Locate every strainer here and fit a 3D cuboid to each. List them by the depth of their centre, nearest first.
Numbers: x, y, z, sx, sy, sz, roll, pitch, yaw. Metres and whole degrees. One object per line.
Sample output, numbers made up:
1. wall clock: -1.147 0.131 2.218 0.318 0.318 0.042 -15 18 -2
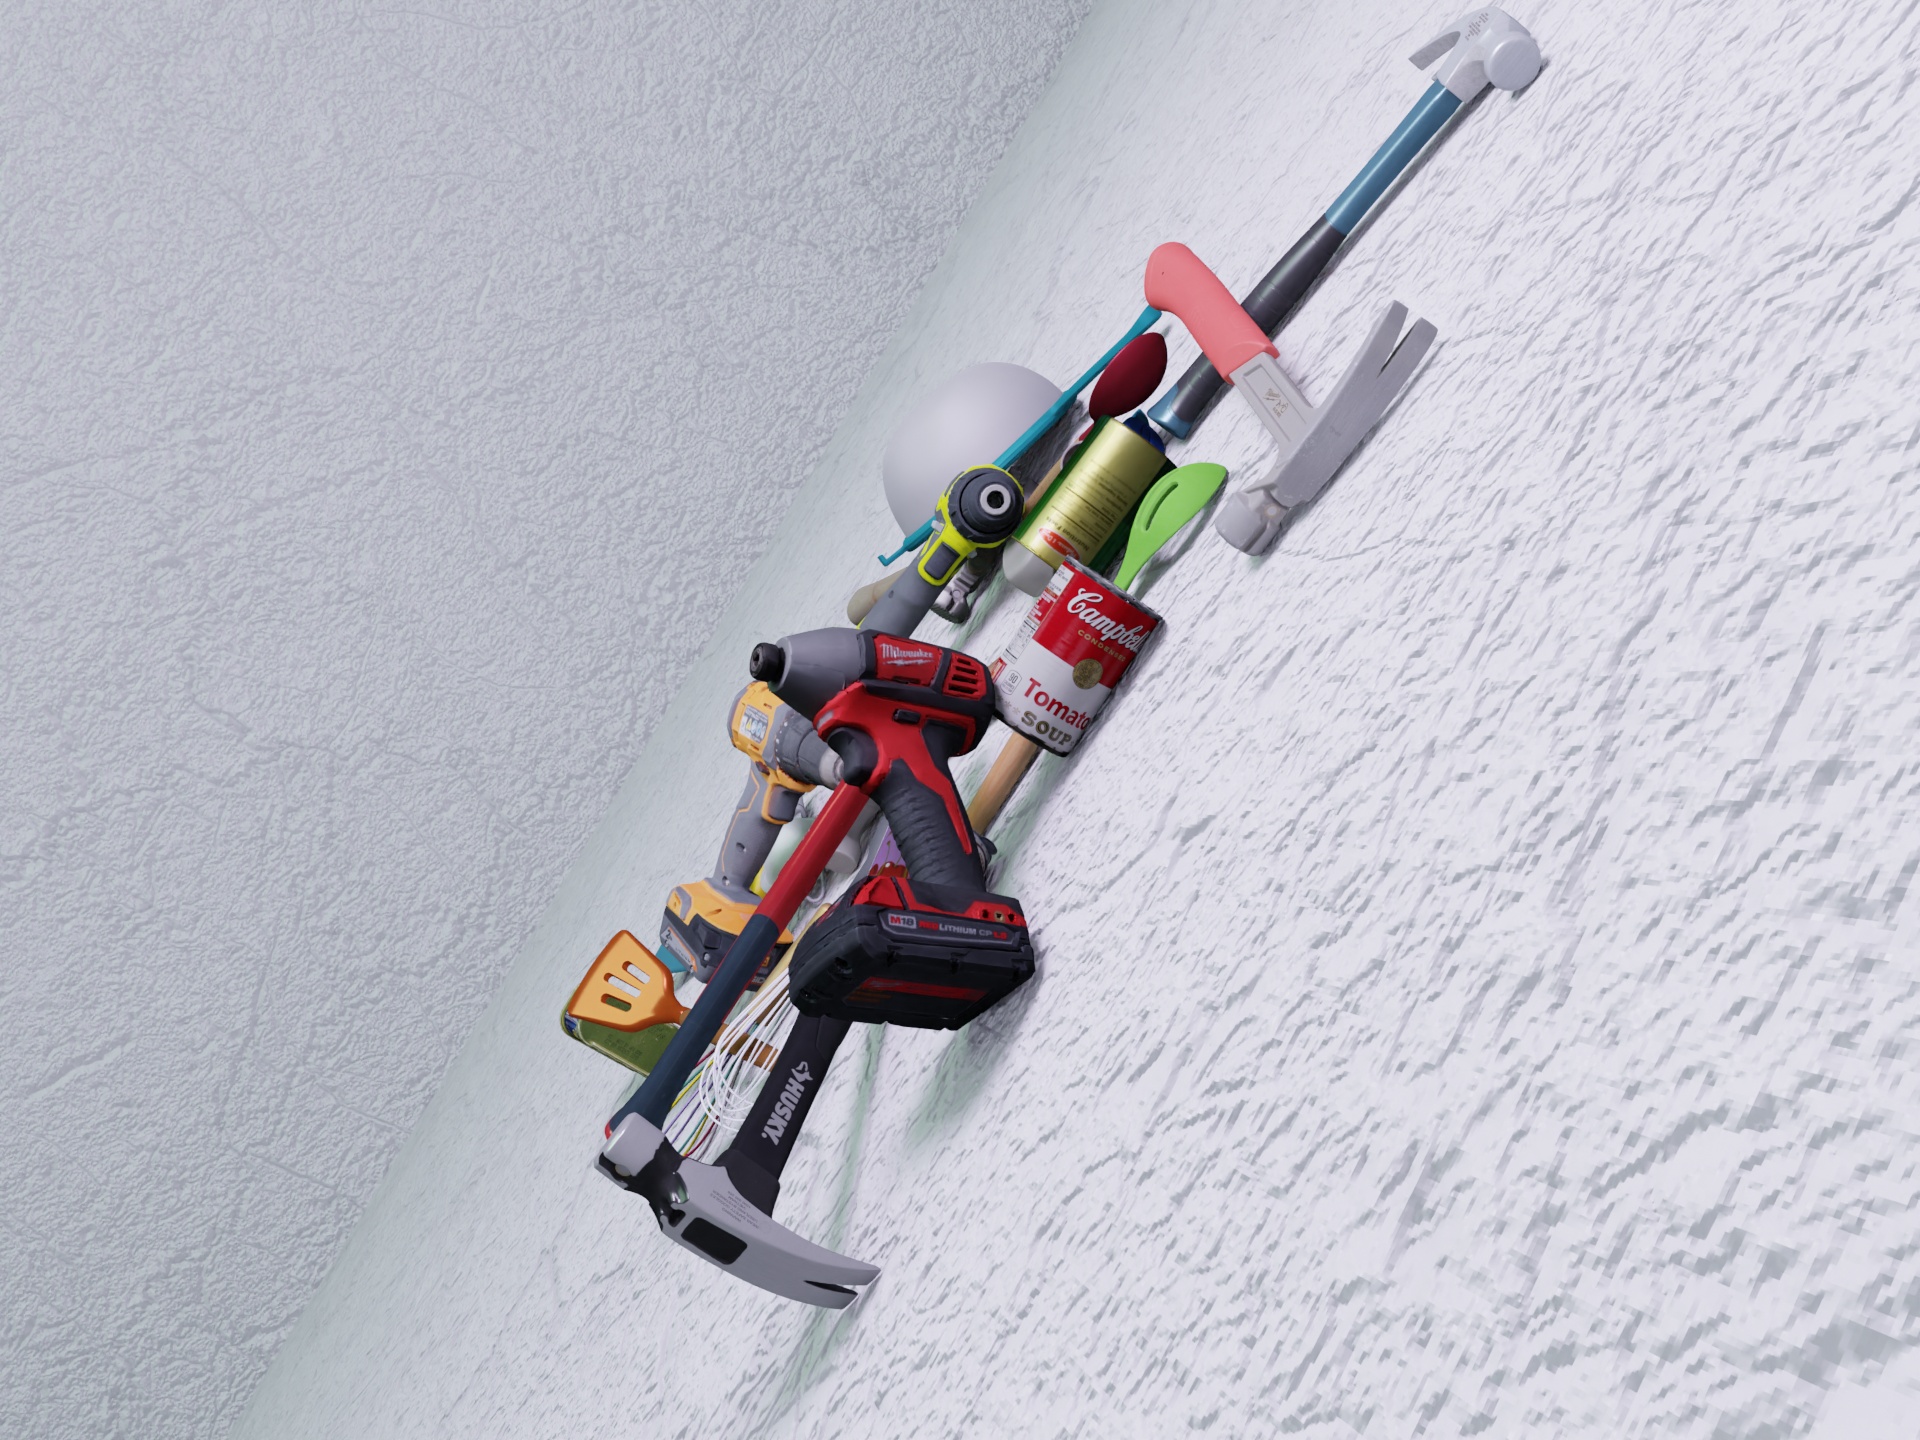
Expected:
1. strainer: -0.145 0.085 1.380 0.087 0.050 0.259 -33 21 3
2. strainer: 0.036 -0.284 1.401 0.340 0.095 0.211 -37 10 44

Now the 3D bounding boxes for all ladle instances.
1. ladle: 0.086 -0.202 1.217 0.069 0.031 0.315 -31 -6 -23

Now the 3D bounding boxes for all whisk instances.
1. whisk: -0.088 0.154 1.059 0.070 0.070 0.285 -39 16 51
2. whisk: -0.163 0.239 1.179 0.245 0.047 0.051 -54 26 -2

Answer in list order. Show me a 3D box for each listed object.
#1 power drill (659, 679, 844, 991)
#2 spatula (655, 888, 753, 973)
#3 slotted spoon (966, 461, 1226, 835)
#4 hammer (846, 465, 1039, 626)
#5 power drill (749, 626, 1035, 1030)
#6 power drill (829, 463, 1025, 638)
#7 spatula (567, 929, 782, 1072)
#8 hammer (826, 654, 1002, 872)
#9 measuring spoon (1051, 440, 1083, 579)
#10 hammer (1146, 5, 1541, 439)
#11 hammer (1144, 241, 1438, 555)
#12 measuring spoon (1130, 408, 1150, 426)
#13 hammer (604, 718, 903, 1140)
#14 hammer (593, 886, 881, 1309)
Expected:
1. power drill: -0.144 0.091 1.217 0.185 0.084 0.226 23 96 58
2. spatula: -0.231 0.184 1.452 0.082 0.044 0.317 -61 7 -24
3. slotted spoon: 0.069 -0.033 1.001 0.314 0.031 0.070 -58 15 4
4. hammer: -0.037 -0.147 1.555 0.146 0.038 0.411 -59 14 -11
5. power drill: -0.041 0.047 0.855 0.078 0.143 0.220 -45 43 43
6. power drill: -0.031 -0.105 1.254 0.228 0.080 0.190 -52 7 1
7. spatula: -0.196 0.219 1.163 0.323 0.041 0.081 5 58 56
8. hammer: -0.002 -0.004 1.160 0.331 0.031 0.130 -41 23 47
9. measuring spoon: 0.080 -0.134 1.115 0.018 0.034 0.124 -9 -71 -82
10. hammer: 0.231 -0.307 1.018 0.331 0.033 0.128 -49 18 32
11. hammer: 0.172 -0.236 0.967 0.149 0.036 0.359 -54 23 24
12. measuring spoon: 0.117 -0.199 1.214 0.042 0.021 0.128 -56 4 -17
13. hammer: -0.130 0.137 1.040 0.386 0.038 0.143 -57 -2 12
14. hammer: -0.080 0.187 0.902 0.035 0.146 0.335 -51 5 25
